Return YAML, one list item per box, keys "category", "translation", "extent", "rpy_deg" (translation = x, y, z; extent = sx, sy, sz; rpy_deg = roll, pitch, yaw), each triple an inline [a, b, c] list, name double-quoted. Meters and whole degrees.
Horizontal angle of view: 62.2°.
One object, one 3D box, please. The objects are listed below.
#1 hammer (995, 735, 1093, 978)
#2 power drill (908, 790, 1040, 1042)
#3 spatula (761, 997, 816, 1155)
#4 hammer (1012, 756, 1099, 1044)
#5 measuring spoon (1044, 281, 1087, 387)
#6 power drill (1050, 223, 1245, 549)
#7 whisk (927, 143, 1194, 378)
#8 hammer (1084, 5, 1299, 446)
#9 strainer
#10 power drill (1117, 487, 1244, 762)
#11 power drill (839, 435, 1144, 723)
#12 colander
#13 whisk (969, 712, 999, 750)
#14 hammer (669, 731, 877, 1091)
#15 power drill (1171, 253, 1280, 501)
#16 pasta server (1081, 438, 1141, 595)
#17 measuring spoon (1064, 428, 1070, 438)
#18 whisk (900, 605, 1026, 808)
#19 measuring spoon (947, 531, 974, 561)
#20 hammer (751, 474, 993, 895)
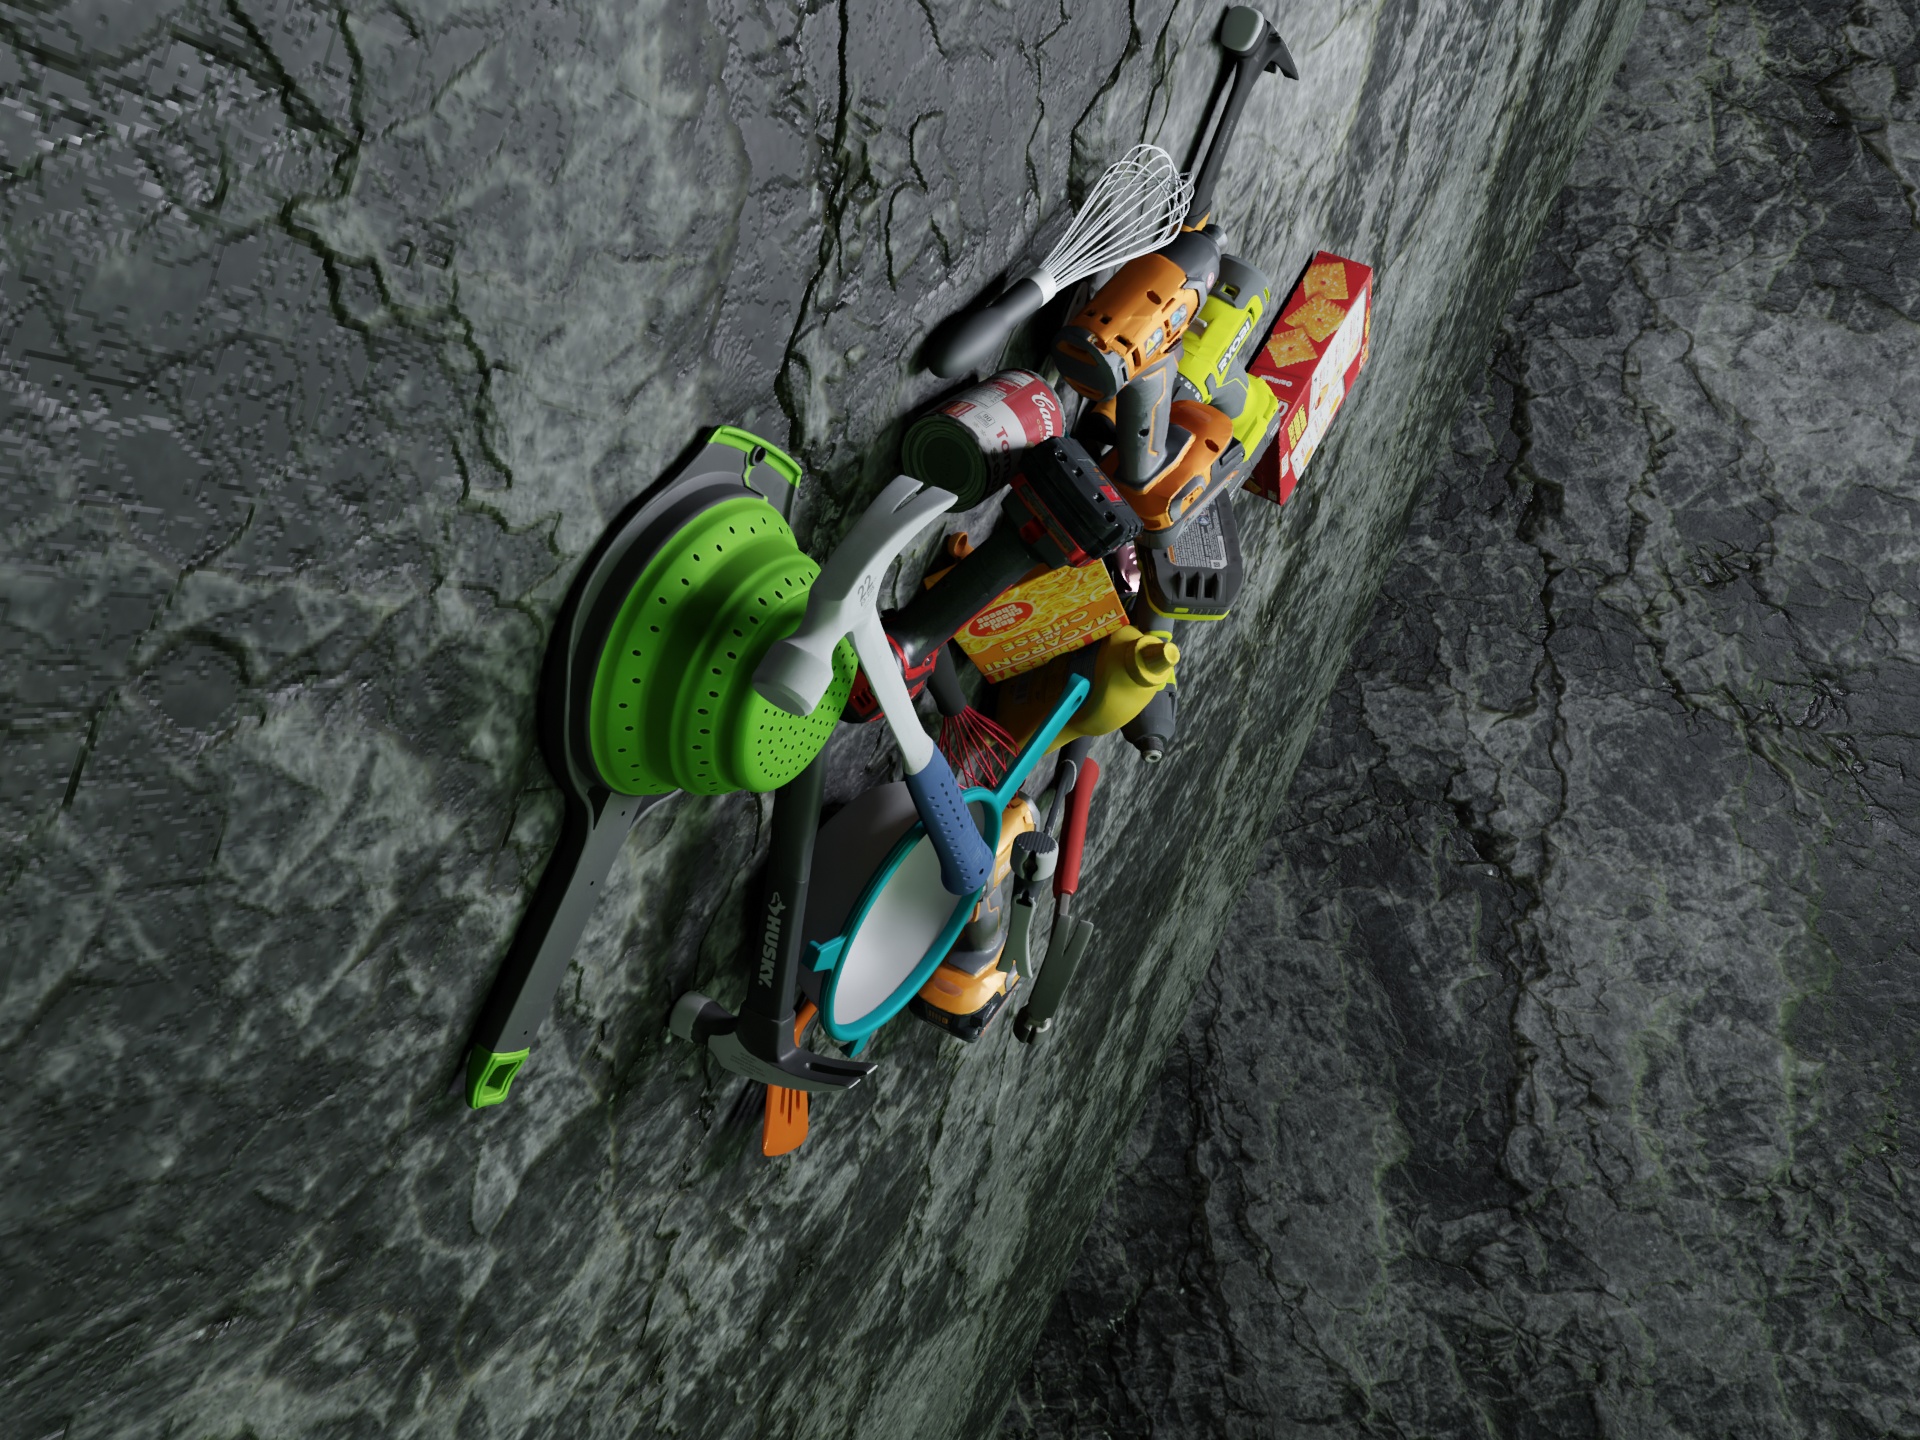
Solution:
- category: "hammer"
  translation: [0.091, 0.066, 1.425]
  extent: [0.409, 0.036, 0.149]
  rpy_deg: [-65, 166, -58]
- category: "power drill"
  translation: [0.002, 0.194, 1.464]
  extent: [0.185, 0.084, 0.226]
  rpy_deg: [-45, 148, -44]
- category: "spatula"
  translation: [-0.092, 0.193, 1.277]
  extent: [0.322, 0.041, 0.081]
  rpy_deg: [-66, 160, 2]
- category: "hammer"
  translation: [0.104, 0.137, 1.516]
  extent: [0.359, 0.036, 0.149]
  rpy_deg: [-74, -178, -57]
- category: "measuring spoon"
  translation: [0.065, -0.264, 1.156]
  extent: [0.124, 0.018, 0.034]
  rpy_deg: [-69, 156, -7]
- category: "power drill"
  translation: [0.155, -0.256, 1.205]
  extent: [0.164, 0.084, 0.226]
  rpy_deg: [-47, 147, -17]
- category: "whisk"
  translation: [0.070, -0.301, 1.057]
  extent: [0.285, 0.070, 0.070]
  rpy_deg: [-45, 154, -31]
- category: "hammer"
  translation: [0.178, -0.379, 1.265]
  extent: [0.127, 0.034, 0.337]
  rpy_deg: [-9, 123, -66]
- category: "strainer"
  translation: [-0.029, 0.076, 1.194]
  extent: [0.340, 0.095, 0.210]
  rpy_deg: [-52, 158, -22]
- category: "power drill"
  translation: [0.175, -0.085, 1.371]
  extent: [0.223, 0.080, 0.171]
  rpy_deg: [101, -12, -53]
- category: "power drill"
  translation: [0.008, -0.084, 1.029]
  extent: [0.219, 0.078, 0.143]
  rpy_deg: [-39, 179, 14]
- category: "colander"
  translation: [-0.153, 0.046, 0.855]
  extent: [0.397, 0.094, 0.204]
  rpy_deg: [-65, 161, 4]
- category: "whisk"
  translation: [0.083, -0.030, 1.447]
  extent: [0.245, 0.047, 0.051]
  rpy_deg: [-35, 148, -48]
- category: "hammer"
  translation: [-0.102, 0.083, 1.004]
  extent: [0.035, 0.146, 0.334]
  rpy_deg: [-27, 132, -58]
- category: "power drill"
  translation: [0.210, -0.278, 1.413]
  extent: [0.190, 0.080, 0.228]
  rpy_deg: [-57, 158, -6]
- category: "pasta server"
  translation: [0.144, -0.171, 1.425]
  extent: [0.316, 0.040, 0.060]
  rpy_deg: [57, 39, -67]
- category: "measuring spoon"
  translation: [0.076, -0.212, 1.240]
  extent: [0.128, 0.021, 0.042]
  rpy_deg: [50, 32, -60]
- category: "whisk"
  translation: [-0.002, -0.004, 1.243]
  extent: [0.073, 0.073, 0.295]
  rpy_deg: [-57, 153, -19]
- category: "measuring spoon"
  translation: [0.006, -0.117, 1.192]
  extent: [0.021, 0.011, 0.116]
  rpy_deg: [-62, 164, -6]
- category: "hammer"
  translation: [-0.023, 0.012, 0.944]
  extent: [0.144, 0.035, 0.405]
  rpy_deg: [-60, 159, -18]
